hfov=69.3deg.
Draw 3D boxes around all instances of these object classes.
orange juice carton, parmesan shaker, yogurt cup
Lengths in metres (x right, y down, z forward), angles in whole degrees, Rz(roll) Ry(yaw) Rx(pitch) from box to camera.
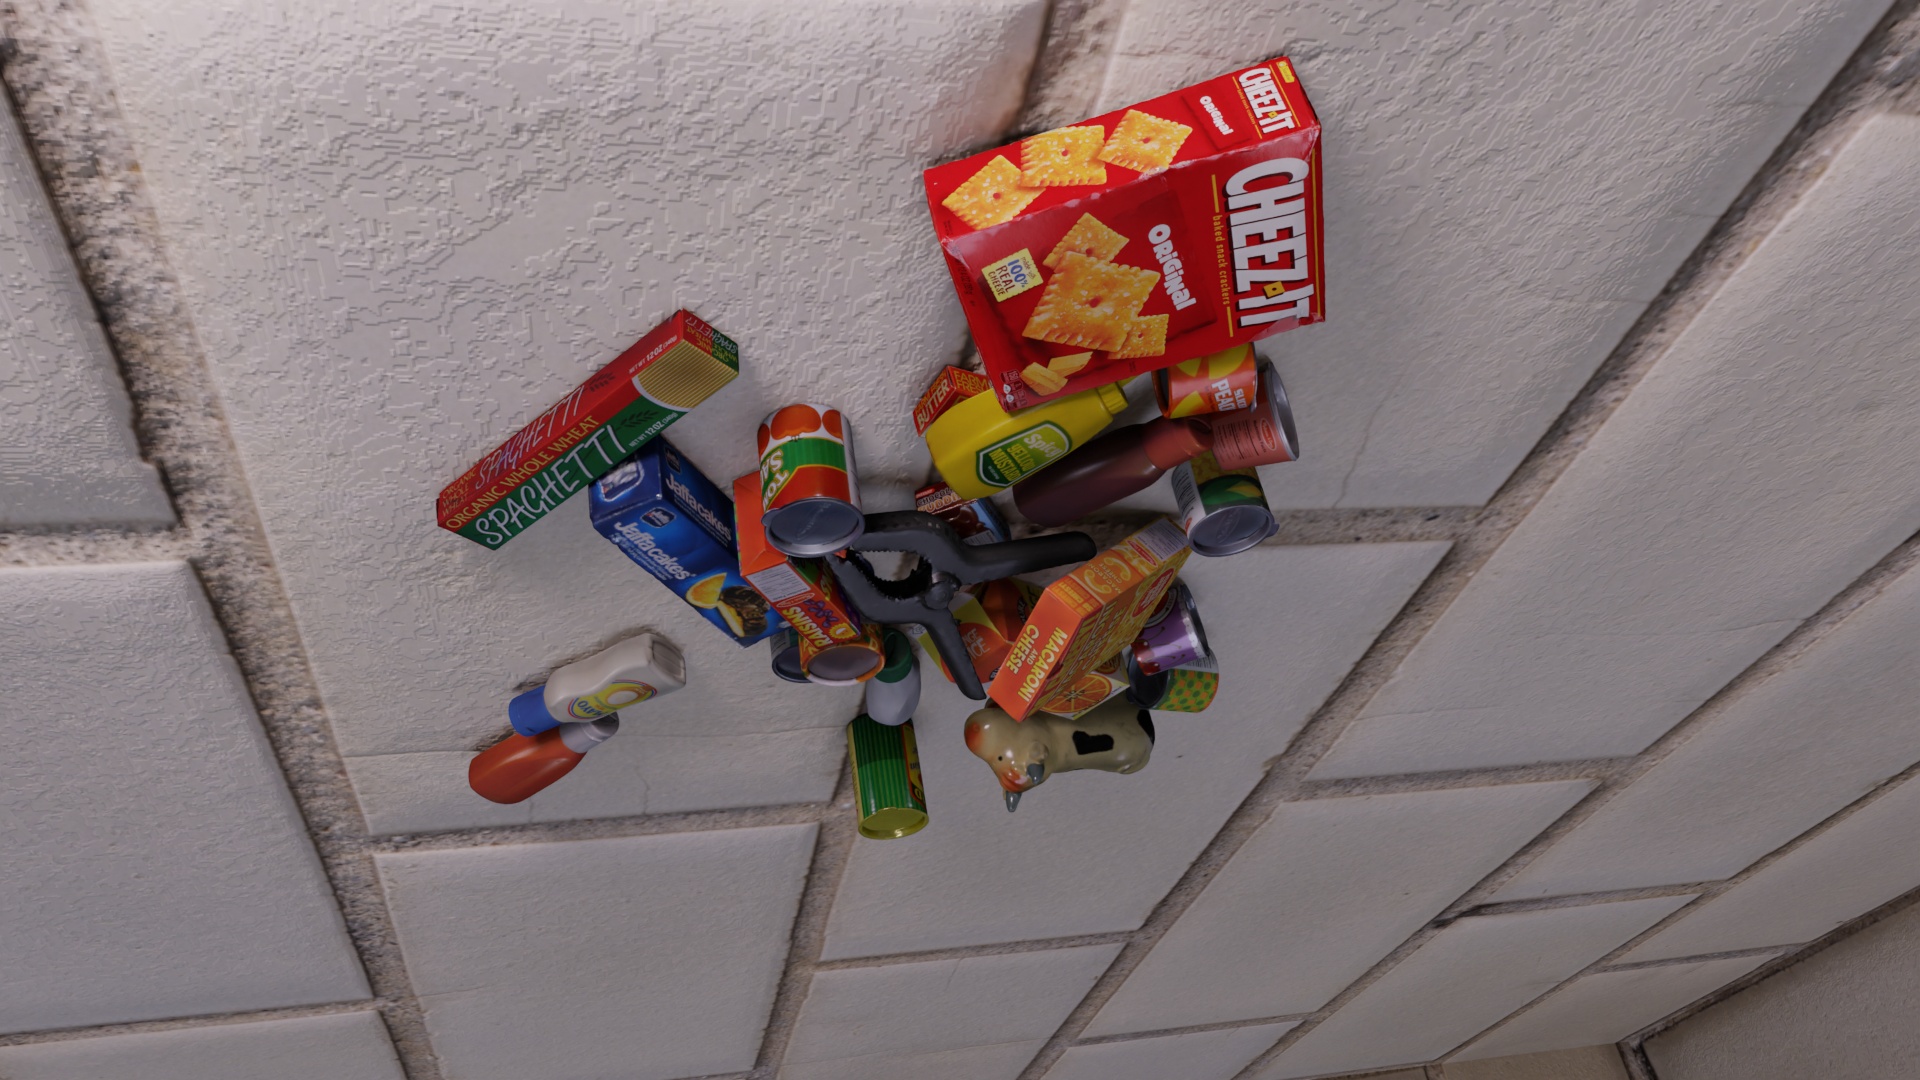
[{"bbox_3d":[0.048,0.086,1.172,0.192,0.073,0.071,22,134,-37],"label":"orange juice carton"},{"bbox_3d":[-0.069,0.219,1.304,0.071,0.103,0.071,-7,146,-5],"label":"parmesan shaker"},{"bbox_3d":[0.205,-0.082,0.984,0.054,0.073,0.072,-16,146,22],"label":"yogurt cup"}]

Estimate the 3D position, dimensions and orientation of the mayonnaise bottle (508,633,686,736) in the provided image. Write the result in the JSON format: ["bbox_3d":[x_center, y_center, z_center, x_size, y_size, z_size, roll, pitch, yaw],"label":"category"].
[{"bbox_3d":[-0.305,0.124,1.157,0.148,0.041,0.064,-22,146,15],"label":"mayonnaise bottle"}]

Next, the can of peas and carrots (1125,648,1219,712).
[{"bbox_3d":[0.194,0.126,1.275,0.059,0.071,0.070,8,141,-26],"label":"can of peas and carrots"}]

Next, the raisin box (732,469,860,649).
[{"bbox_3d":[-0.117,0.014,1.011,0.040,0.086,0.123,-20,145,11],"label":"raisin box"}]

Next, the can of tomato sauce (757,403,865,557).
[{"bbox_3d":[-0.104,-0.041,0.938,0.071,0.083,0.070,-7,145,-5],"label":"can of tomato sauce"}]

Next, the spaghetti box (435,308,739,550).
[{"bbox_3d":[-0.249,-0.067,0.911,0.249,0.029,0.050,-30,140,26],"label":"spaghetti box"}]

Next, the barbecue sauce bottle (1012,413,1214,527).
[{"bbox_3d":[0.110,-0.053,0.992,0.148,0.044,0.065,-25,154,37],"label":"barbecue sauce bottle"}]

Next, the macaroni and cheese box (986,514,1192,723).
[{"bbox_3d":[0.105,0.059,1.084,0.167,0.040,0.123,-29,153,-46],"label":"macaroni and cheese box"}]

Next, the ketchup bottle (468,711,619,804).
[{"bbox_3d":[-0.365,0.186,1.229,0.148,0.044,0.064,-30,142,25],"label":"ketchup bottle"}]

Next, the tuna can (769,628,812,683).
[{"bbox_3d":[-0.124,0.090,1.166,0.071,0.033,0.070,-7,146,-5],"label":"tuna can"}]

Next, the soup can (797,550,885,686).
[{"bbox_3d":[-0.094,0.061,1.088,0.071,0.084,0.071,-7,145,-5],"label":"soup can"}]

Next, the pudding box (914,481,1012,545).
[{"bbox_3d":[0.004,-0.013,1.056,0.049,0.030,0.083,-19,145,14],"label":"pudding box"}]

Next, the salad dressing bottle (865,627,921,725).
[{"bbox_3d":[-0.058,0.114,1.176,0.044,0.064,0.147,19,158,7],"label":"salad dressing bottle"}]

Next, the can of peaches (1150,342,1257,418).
[{"bbox_3d":[0.160,-0.114,0.918,0.058,0.071,0.071,-8,145,-2],"label":"can of peaches"}]

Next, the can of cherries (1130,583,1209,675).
[{"bbox_3d":[0.176,0.076,1.202,0.058,0.072,0.071,-20,144,15],"label":"can of cherries"}]

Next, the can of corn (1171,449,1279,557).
[{"bbox_3d":[0.202,-0.030,1.062,0.071,0.058,0.070,-7,145,-5],"label":"can of corn"}]

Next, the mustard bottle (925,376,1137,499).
[{"bbox_3d":[0.057,-0.083,0.912,0.160,0.049,0.065,-27,143,13],"label":"mustard bottle"}]

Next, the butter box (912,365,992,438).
[{"bbox_3d":[0.024,-0.085,0.962,0.103,0.024,0.053,12,139,-30],"label":"butter box"}]
